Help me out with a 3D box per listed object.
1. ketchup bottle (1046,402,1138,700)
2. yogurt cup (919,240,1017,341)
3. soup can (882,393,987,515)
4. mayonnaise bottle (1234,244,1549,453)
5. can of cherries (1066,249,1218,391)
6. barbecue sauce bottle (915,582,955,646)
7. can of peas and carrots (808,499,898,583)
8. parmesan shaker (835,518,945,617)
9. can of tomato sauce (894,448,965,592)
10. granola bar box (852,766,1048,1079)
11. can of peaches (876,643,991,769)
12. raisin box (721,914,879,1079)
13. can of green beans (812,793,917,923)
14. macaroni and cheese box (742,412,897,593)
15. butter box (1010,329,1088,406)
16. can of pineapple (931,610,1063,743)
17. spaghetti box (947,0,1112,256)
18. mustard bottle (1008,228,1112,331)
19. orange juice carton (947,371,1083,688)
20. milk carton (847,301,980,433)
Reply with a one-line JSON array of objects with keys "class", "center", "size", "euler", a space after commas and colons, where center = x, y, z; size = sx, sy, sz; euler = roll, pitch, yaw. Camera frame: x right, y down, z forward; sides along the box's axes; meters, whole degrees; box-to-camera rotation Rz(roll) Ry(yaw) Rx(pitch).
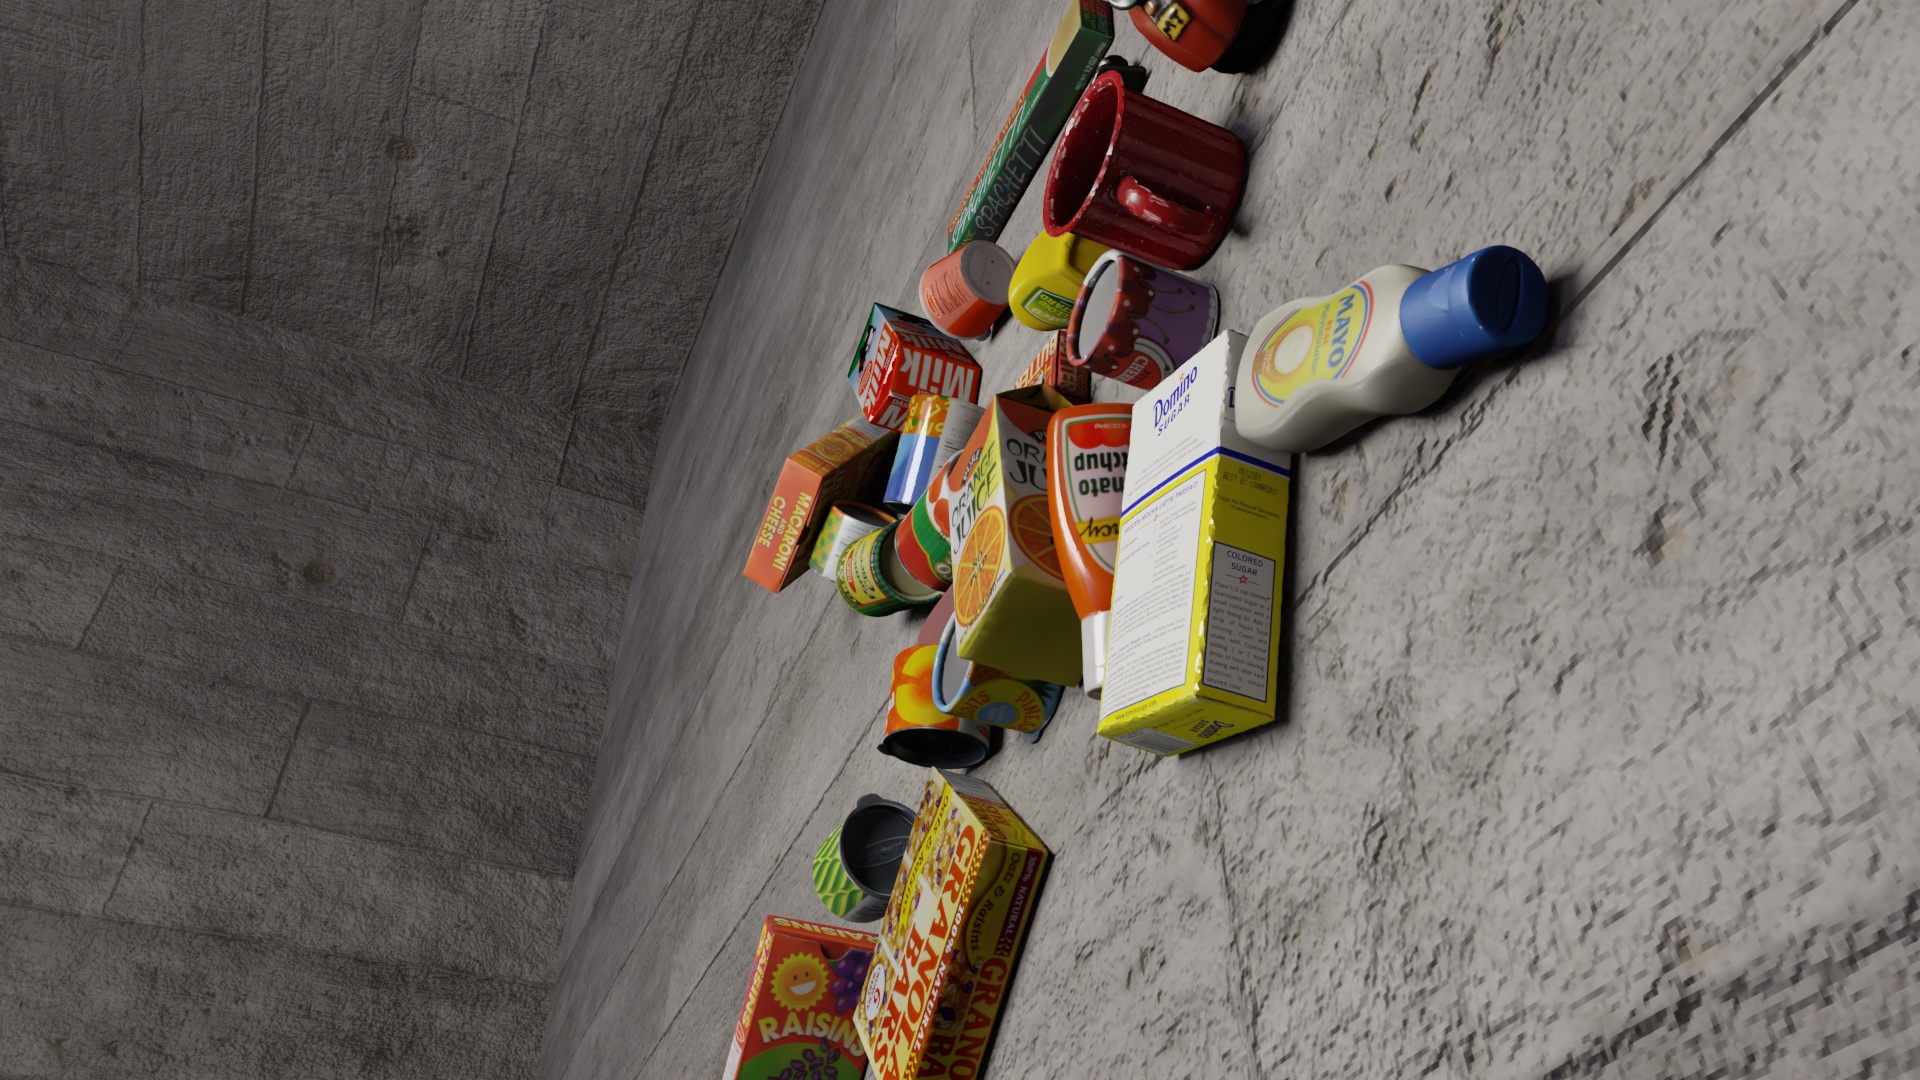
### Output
[{"class": "ketchup bottle", "center": [0.077, 0.005, 0.700], "size": [0.043, 0.065, 0.149], "euler": [92, 177, -69]}, {"class": "yogurt cup", "center": [0.010, -0.195, 1.068], "size": [0.053, 0.072, 0.072], "euler": [-29, 47, 55]}, {"class": "soup can", "center": [-0.016, -0.058, 1.017], "size": [0.071, 0.071, 0.084], "euler": [173, 113, -71]}, {"class": "mayonnaise bottle", "center": [0.162, -0.076, 0.541], "size": [0.148, 0.041, 0.065], "euler": [161, 125, -69]}, {"class": "can of cherries", "center": [0.096, -0.114, 0.745], "size": [0.071, 0.058, 0.071], "euler": [-162, 89, -72]}, {"class": "barbecue sauce bottle", "center": [0.002, 0.057, 0.903], "size": [0.147, 0.044, 0.065], "euler": [126, 160, -47]}, {"class": "can of peas and carrots", "center": [-0.090, 0.003, 1.186], "size": [0.071, 0.071, 0.058], "euler": [-123, 52, -67]}, {"class": "parmesan shaker", "center": [-0.049, 0.018, 1.049], "size": [0.103, 0.071, 0.071], "euler": [158, 126, -68]}, {"class": "can of tomato sauce", "center": [0.003, -0.012, 0.924], "size": [0.082, 0.071, 0.071], "euler": [129, 151, -50]}, {"class": "granola bar box", "center": [-0.008, 0.229, 0.793], "size": [0.124, 0.039, 0.165], "euler": [-151, 78, -72]}, {"class": "can of peaches", "center": [-0.015, 0.104, 0.868], "size": [0.071, 0.071, 0.058], "euler": [133, 149, -54]}, {"class": "raisin box", "center": [-0.102, 0.318, 0.918], "size": [0.040, 0.086, 0.123], "euler": [-174, 100, -74]}, {"class": "can of green beans", "center": [-0.058, 0.211, 0.911], "size": [0.057, 0.071, 0.071], "euler": [129, 151, -51]}, {"class": "macaroni and cheese box", "center": [-0.121, -0.038, 1.241], "size": [0.123, 0.040, 0.167], "euler": [-65, -10, 26]}, {"class": "butter box", "center": [0.051, -0.088, 0.913], "size": [0.103, 0.024, 0.053], "euler": [132, 150, -54]}, {"class": "can of pineapple", "center": [0.022, 0.076, 0.803], "size": [0.071, 0.058, 0.071], "euler": [-163, 89, -72]}, {"class": "spaghetti box", "center": [0.049, -0.316, 1.108], "size": [0.248, 0.029, 0.050], "euler": [125, 155, -45]}, {"class": "mustard bottle", "center": [0.064, -0.162, 0.884], "size": [0.160, 0.065, 0.049], "euler": [170, 120, -77]}, {"class": "orange juice carton", "center": [0.040, -0.016, 0.803], "size": [0.194, 0.073, 0.071], "euler": [-93, 26, -47]}, {"class": "milk carton", "center": [-0.038, -0.133, 1.140], "size": [0.191, 0.072, 0.073], "euler": [-119, 48, -65]}]
